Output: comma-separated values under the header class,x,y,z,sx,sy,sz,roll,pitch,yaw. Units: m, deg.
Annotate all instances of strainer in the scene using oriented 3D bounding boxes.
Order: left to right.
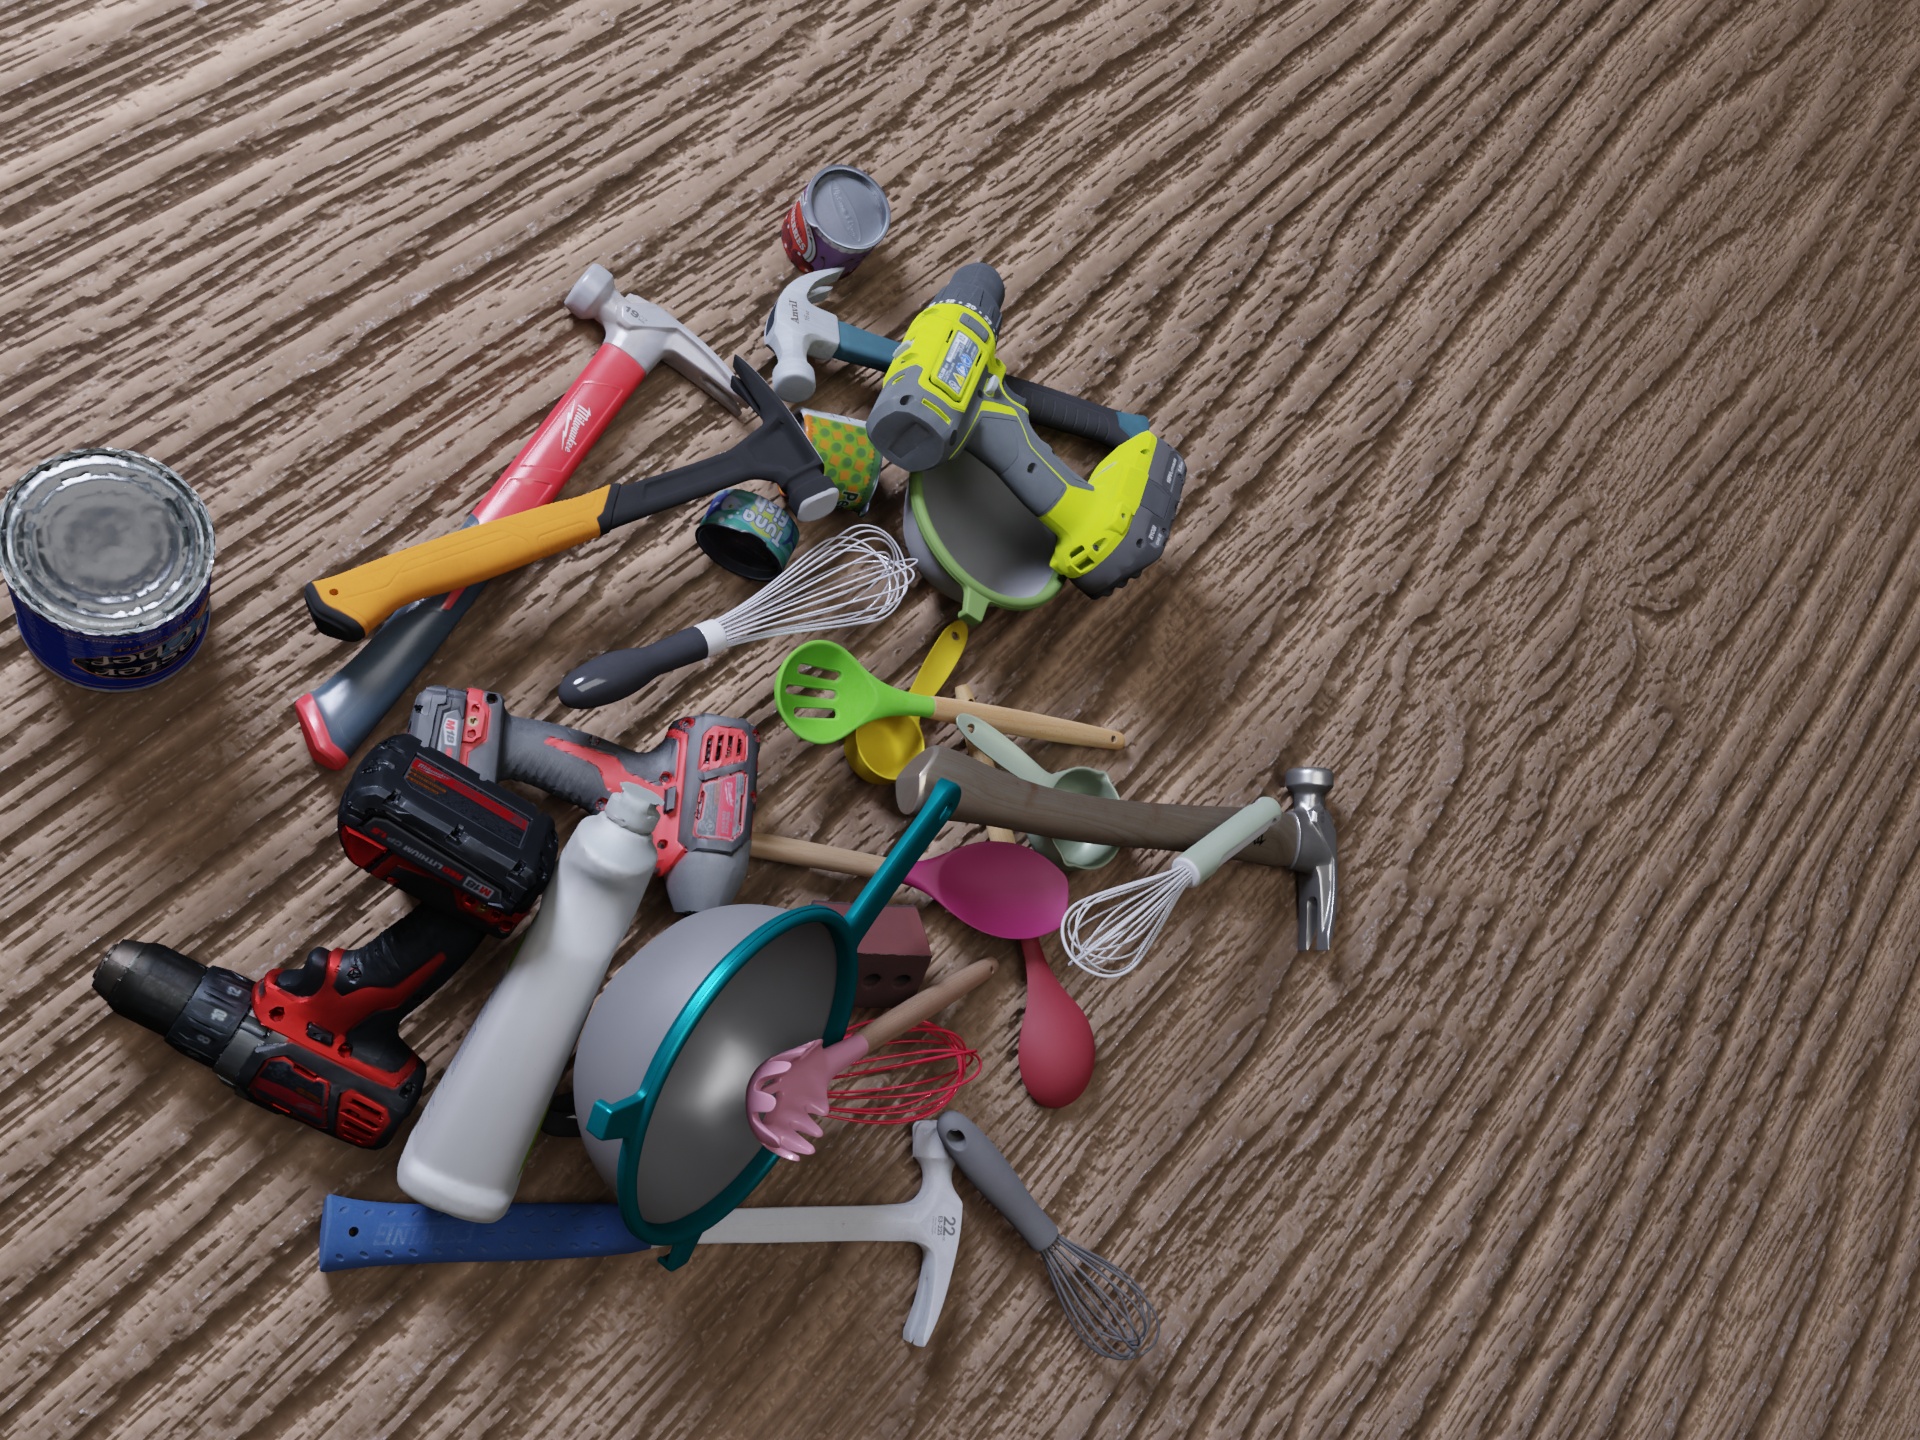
class,x,y,z,sx,sy,sz,roll,pitch,yaw
strainer,-0.123,0.145,0.960,0.095,0.210,0.340,23,55,22
strainer,0.042,-0.152,1.210,0.256,0.069,0.151,-17,82,-46

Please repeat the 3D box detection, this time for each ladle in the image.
class,x,y,z,sx,sy,sz,roll,pitch,yaw
ladle,0.041,0.125,1.160,0.069,0.031,0.315,-10,81,-36

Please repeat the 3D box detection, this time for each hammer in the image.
class,x,y,z,sx,sy,sz,roll,pitch,yaw
hammer,-0.288,-0.122,1.044,0.143,0.038,0.386,37,65,-16
hammer,-0.250,-0.133,1.014,0.337,0.034,0.127,-25,70,-25
hammer,-0.184,0.324,0.996,0.405,0.035,0.144,7,75,-25
hammer,0.006,-0.256,1.207,0.330,0.033,0.128,11,52,-29
hammer,0.130,0.085,1.166,0.410,0.038,0.146,10,76,-35

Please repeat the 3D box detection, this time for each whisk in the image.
class,x,y,z,sx,sy,sz,roll,pitch,yaw
whisk,-0.141,-0.064,1.046,0.284,0.070,0.070,-26,91,-37
whisk,-0.124,0.240,1.035,0.295,0.073,0.073,-3,80,-22
whisk,0.059,0.352,1.088,0.055,0.055,0.238,-46,108,-27
whisk,0.156,0.113,1.133,0.246,0.057,0.059,-29,70,-39

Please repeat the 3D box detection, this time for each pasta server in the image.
class,x,y,z,sx,sy,sz,roll,pitch,yaw
pasta server,-0.044,0.197,1.004,0.316,0.040,0.060,-16,103,-61

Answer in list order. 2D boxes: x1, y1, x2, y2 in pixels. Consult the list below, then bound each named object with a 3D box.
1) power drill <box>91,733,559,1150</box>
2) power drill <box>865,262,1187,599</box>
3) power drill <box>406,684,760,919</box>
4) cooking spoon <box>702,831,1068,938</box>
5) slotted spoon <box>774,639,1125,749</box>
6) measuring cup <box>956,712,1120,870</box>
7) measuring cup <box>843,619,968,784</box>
class,x,y,z,sx,sy,sz,roll,pitch,yaw
power drill,-0.352,0.119,0.887,0.187,0.080,0.226,33,104,-17
power drill,0.052,-0.213,1.146,0.228,0.080,0.191,36,50,-19
power drill,-0.237,0.058,0.998,0.219,0.078,0.143,8,75,-21
cooking spoon,-0.071,0.099,1.099,0.318,0.017,0.069,13,72,-18
slotted spoon,-0.002,-0.004,1.141,0.313,0.031,0.070,9,85,-35
measuring cup,0.050,0.048,1.161,0.167,0.038,0.083,39,60,-23
measuring cup,-0.036,-0.016,1.158,0.062,0.029,0.157,43,52,-15
